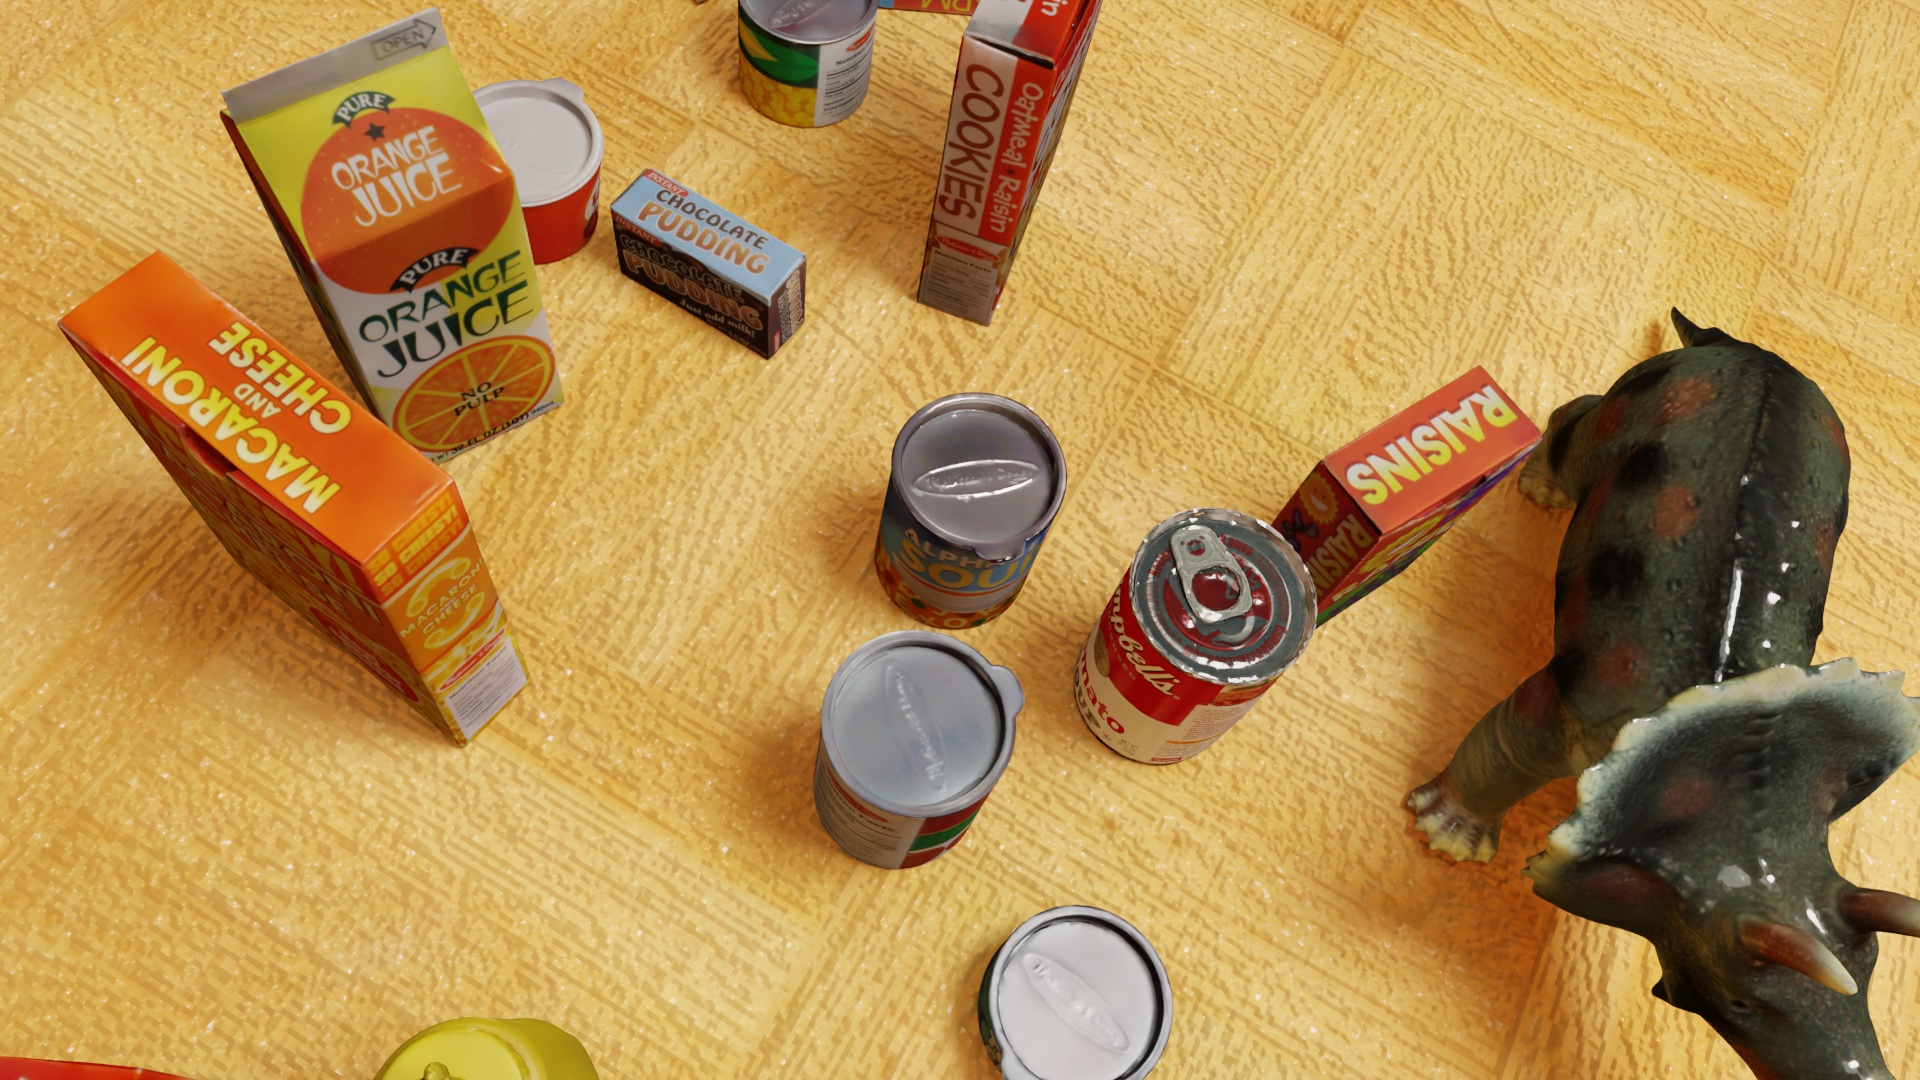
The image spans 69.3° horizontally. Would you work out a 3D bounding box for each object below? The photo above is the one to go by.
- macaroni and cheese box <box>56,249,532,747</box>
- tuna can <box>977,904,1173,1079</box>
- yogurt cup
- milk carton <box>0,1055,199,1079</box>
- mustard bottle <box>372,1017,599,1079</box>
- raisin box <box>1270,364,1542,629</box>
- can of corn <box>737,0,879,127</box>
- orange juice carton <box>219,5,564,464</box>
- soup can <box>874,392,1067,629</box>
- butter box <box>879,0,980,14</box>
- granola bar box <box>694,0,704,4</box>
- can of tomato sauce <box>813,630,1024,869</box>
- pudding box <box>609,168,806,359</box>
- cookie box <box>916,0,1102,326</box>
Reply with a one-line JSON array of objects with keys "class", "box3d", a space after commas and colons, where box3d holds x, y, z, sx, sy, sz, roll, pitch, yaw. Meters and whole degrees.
[{"class": "macaroni and cheese box", "box3d": [-0.214, -0.004, 0.469, 0.124, 0.165, 0.040, 36, 65, 9]}, {"class": "tuna can", "box3d": [0.039, 0.169, 0.498, 0.071, 0.032, 0.071, 4, 64, -7]}, {"class": "yogurt cup", "box3d": [-0.190, -0.159, 0.612, 0.072, 0.053, 0.072, 4, 64, -7]}, {"class": "milk carton", "box3d": [-0.241, 0.176, 0.362, 0.073, 0.189, 0.072, 7, 64, -6]}, {"class": "mustard bottle", "box3d": [-0.140, 0.167, 0.400, 0.065, 0.159, 0.049, -18, 68, -16]}, {"class": "raisin box", "box3d": [0.163, -0.008, 0.553, 0.086, 0.122, 0.040, -28, 72, -20]}, {"class": "can of corn", "box3d": [-0.076, -0.245, 0.670, 0.071, 0.058, 0.071, 4, 64, -7]}, {"class": "orange juice carton", "box3d": [-0.204, -0.109, 0.507, 0.072, 0.191, 0.073, -31, 73, -21]}, {"class": "soup can", "box3d": [0.002, -0.007, 0.550, 0.071, 0.083, 0.071, 4, 64, -7]}, {"class": "butter box", "box3d": [-0.016, -0.297, 0.708, 0.103, 0.053, 0.024, 2, 64, -8]}, {"class": "granola bar box", "box3d": [-0.161, -0.368, 0.680, 0.039, 0.123, 0.166, -33, 73, -22]}, {"class": "can of tomato sauce", "box3d": [-0.018, 0.077, 0.506, 0.071, 0.082, 0.071, 4, 64, -7]}, {"class": "pudding box", "box3d": [-0.109, -0.121, 0.609, 0.084, 0.049, 0.030, 31, 64, 7]}, {"class": "cookie box", "box3d": [0.027, -0.191, 0.598, 0.040, 0.166, 0.123, 20, 63, 1]}]
